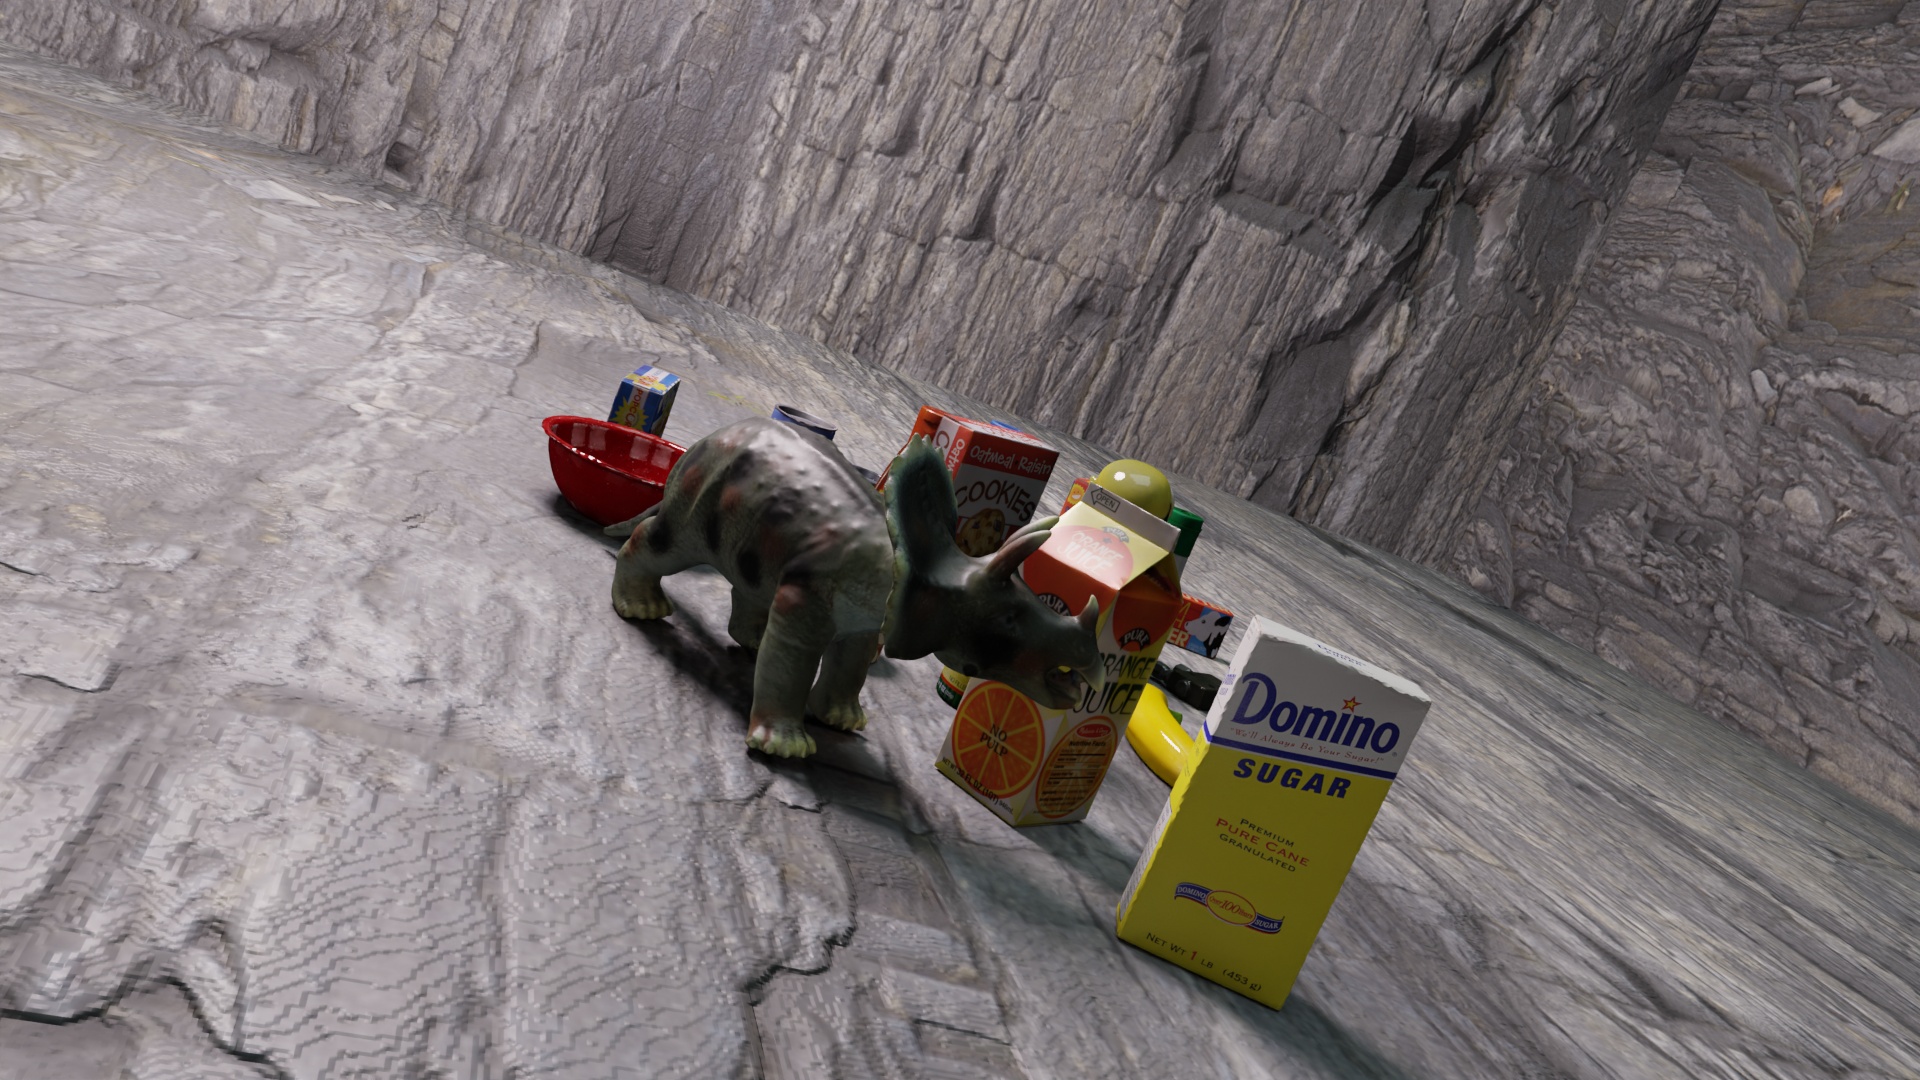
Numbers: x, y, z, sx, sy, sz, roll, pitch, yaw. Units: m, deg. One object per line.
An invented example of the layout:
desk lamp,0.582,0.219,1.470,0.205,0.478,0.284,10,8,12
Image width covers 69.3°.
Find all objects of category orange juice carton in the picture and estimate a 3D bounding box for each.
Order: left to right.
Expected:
orange juice carton,0.065,0.066,0.819,0.072,0.192,0.073,31,13,38

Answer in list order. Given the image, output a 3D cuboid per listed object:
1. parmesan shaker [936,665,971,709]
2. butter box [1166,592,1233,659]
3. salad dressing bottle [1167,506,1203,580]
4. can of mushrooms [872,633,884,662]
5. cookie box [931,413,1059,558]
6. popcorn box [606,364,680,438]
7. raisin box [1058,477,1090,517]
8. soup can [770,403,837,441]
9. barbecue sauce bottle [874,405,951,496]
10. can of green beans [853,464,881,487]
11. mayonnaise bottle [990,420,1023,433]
parmesan shaker,0.032,0.071,0.969,0.071,0.103,0.071,22,10,-4
butter box,0.227,0.081,1.444,0.103,0.053,0.024,21,10,-8
salad dressing bottle,0.182,0.041,1.296,0.044,0.147,0.064,24,10,11
can of mushrooms,-0.084,0.059,0.982,0.071,0.033,0.071,22,11,-4
cookie box,0.004,-0.015,1.158,0.040,0.167,0.123,30,13,36
popcorn box,-0.287,-0.105,1.236,0.038,0.085,0.127,21,11,-8
raisin box,0.130,-0.002,1.466,0.040,0.123,0.086,28,12,27
soup can,-0.168,-0.084,1.376,0.071,0.083,0.071,22,10,-4
barbecue sauce bottle,-0.046,-0.050,1.280,0.065,0.148,0.044,24,10,10
can of green beans,-0.100,-0.037,1.352,0.071,0.057,0.071,22,11,-4
mayonnaise bottle,0.020,-0.046,1.396,0.065,0.147,0.041,17,12,-28
